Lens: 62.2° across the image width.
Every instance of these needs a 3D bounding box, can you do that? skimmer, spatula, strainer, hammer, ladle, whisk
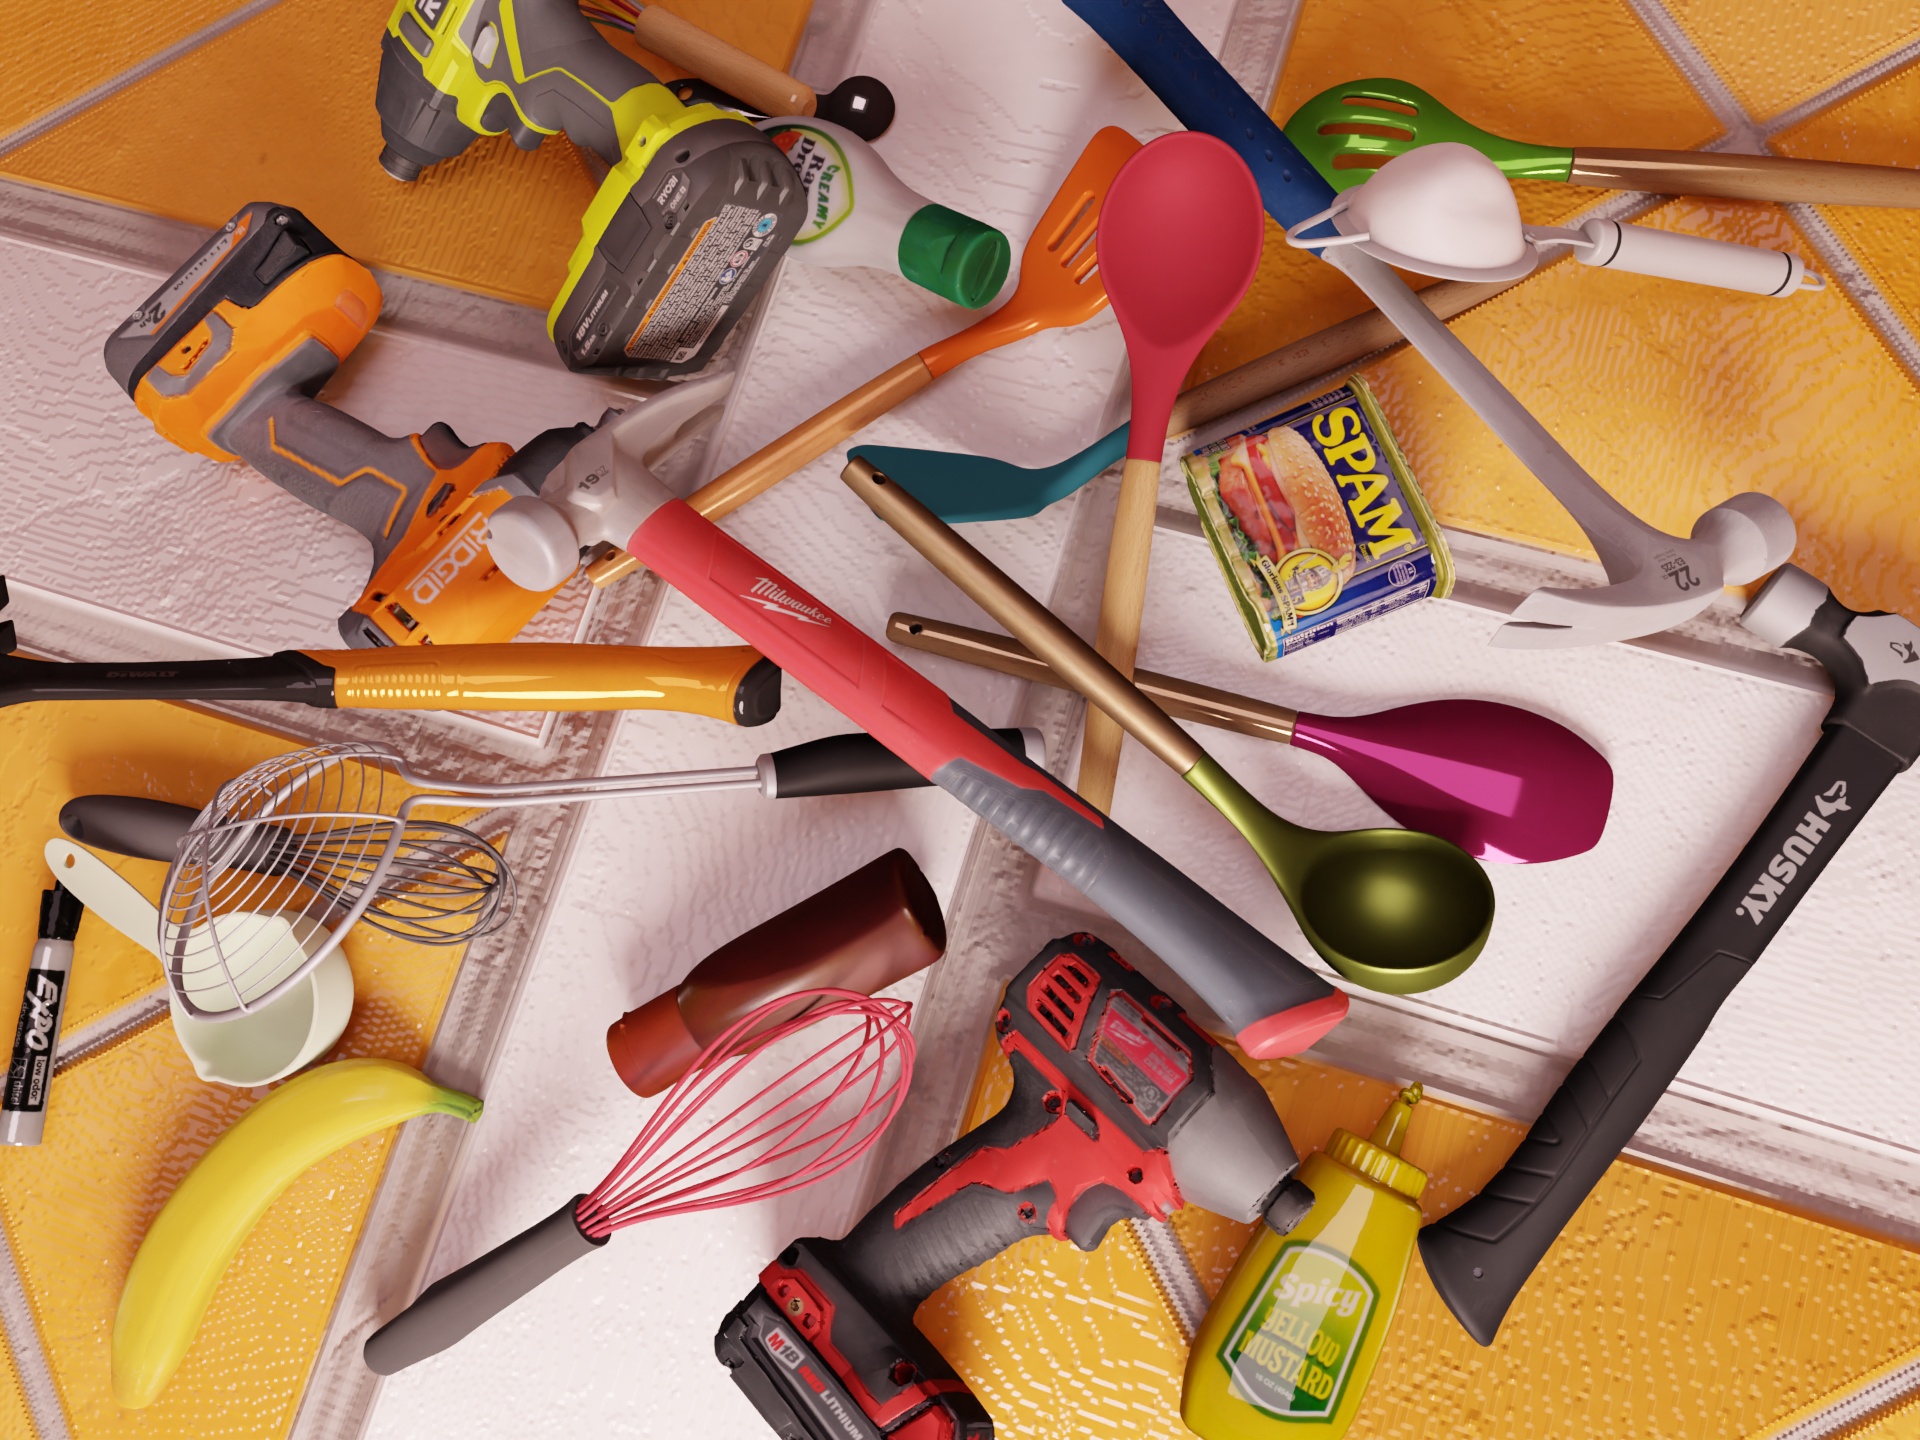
[{"bbox_3d":[-0.143,0.050,0.669,0.363,0.090,0.127,-4,38,-15],"label":"skimmer"},{"bbox_3d":[0.106,-0.150,0.711,0.317,0.044,0.082,-23,35,-1],"label":"spatula"},{"bbox_3d":[0.259,-0.204,0.665,0.258,0.050,0.087,3,42,-18],"label":"strainer"},{"bbox_3d":[-0.001,-0.002,0.657,0.386,0.038,0.143,37,50,7],"label":"hammer"},{"bbox_3d":[0.080,-0.006,0.642,0.320,0.062,0.078,41,54,0],"label":"ladle"},{"bbox_3d":[-0.243,-0.020,0.657,0.336,0.127,0.034,0,115,-13],"label":"hammer"},{"bbox_3d":[-0.175,-0.355,0.794,0.245,0.047,0.051,33,91,15],"label":"whisk"},{"bbox_3d":[0.297,0.106,0.633,0.146,0.035,0.335,37,85,15],"label":"hammer"},{"bbox_3d":[0.166,-0.195,0.676,0.144,0.035,0.406,-24,67,-28],"label":"hammer"},{"bbox_3d":[0.075,-0.083,0.671,0.069,0.031,0.315,9,96,12],"label":"ladle"},{"bbox_3d":[-0.040,-0.157,0.736,0.322,0.041,0.081,-32,60,1],"label":"spatula"},{"bbox_3d":[-0.134,0.192,0.640,0.296,0.073,0.073,-35,75,16],"label":"whisk"},{"bbox_3d":[-0.311,0.062,0.725,0.239,0.055,0.055,8,79,15],"label":"whisk"}]

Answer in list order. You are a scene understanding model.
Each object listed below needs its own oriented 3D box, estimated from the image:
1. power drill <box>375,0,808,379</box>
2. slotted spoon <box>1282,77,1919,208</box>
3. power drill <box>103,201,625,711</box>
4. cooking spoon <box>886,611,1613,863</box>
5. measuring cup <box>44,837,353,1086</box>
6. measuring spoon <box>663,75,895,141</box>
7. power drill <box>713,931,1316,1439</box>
[{"bbox_3d":[-0.187,-0.273,0.749,0.223,0.080,0.171,51,120,16],"label":"power drill"},{"bbox_3d":[0.302,-0.251,0.718,0.314,0.031,0.070,7,82,8],"label":"slotted spoon"},{"bbox_3d":[-0.266,-0.136,0.745,0.226,0.084,0.164,43,86,10],"label":"power drill"},{"bbox_3d":[0.119,-0.003,0.691,0.319,0.017,0.069,15,79,10],"label":"cooking spoon"},{"bbox_3d":[-0.344,0.099,0.719,0.168,0.038,0.083,31,97,15],"label":"measuring cup"},{"bbox_3d":[-0.094,-0.310,0.790,0.124,0.018,0.034,9,79,11],"label":"measuring spoon"},{"bbox_3d":[0.025,0.204,0.620,0.143,0.078,0.219,40,82,27],"label":"power drill"}]
